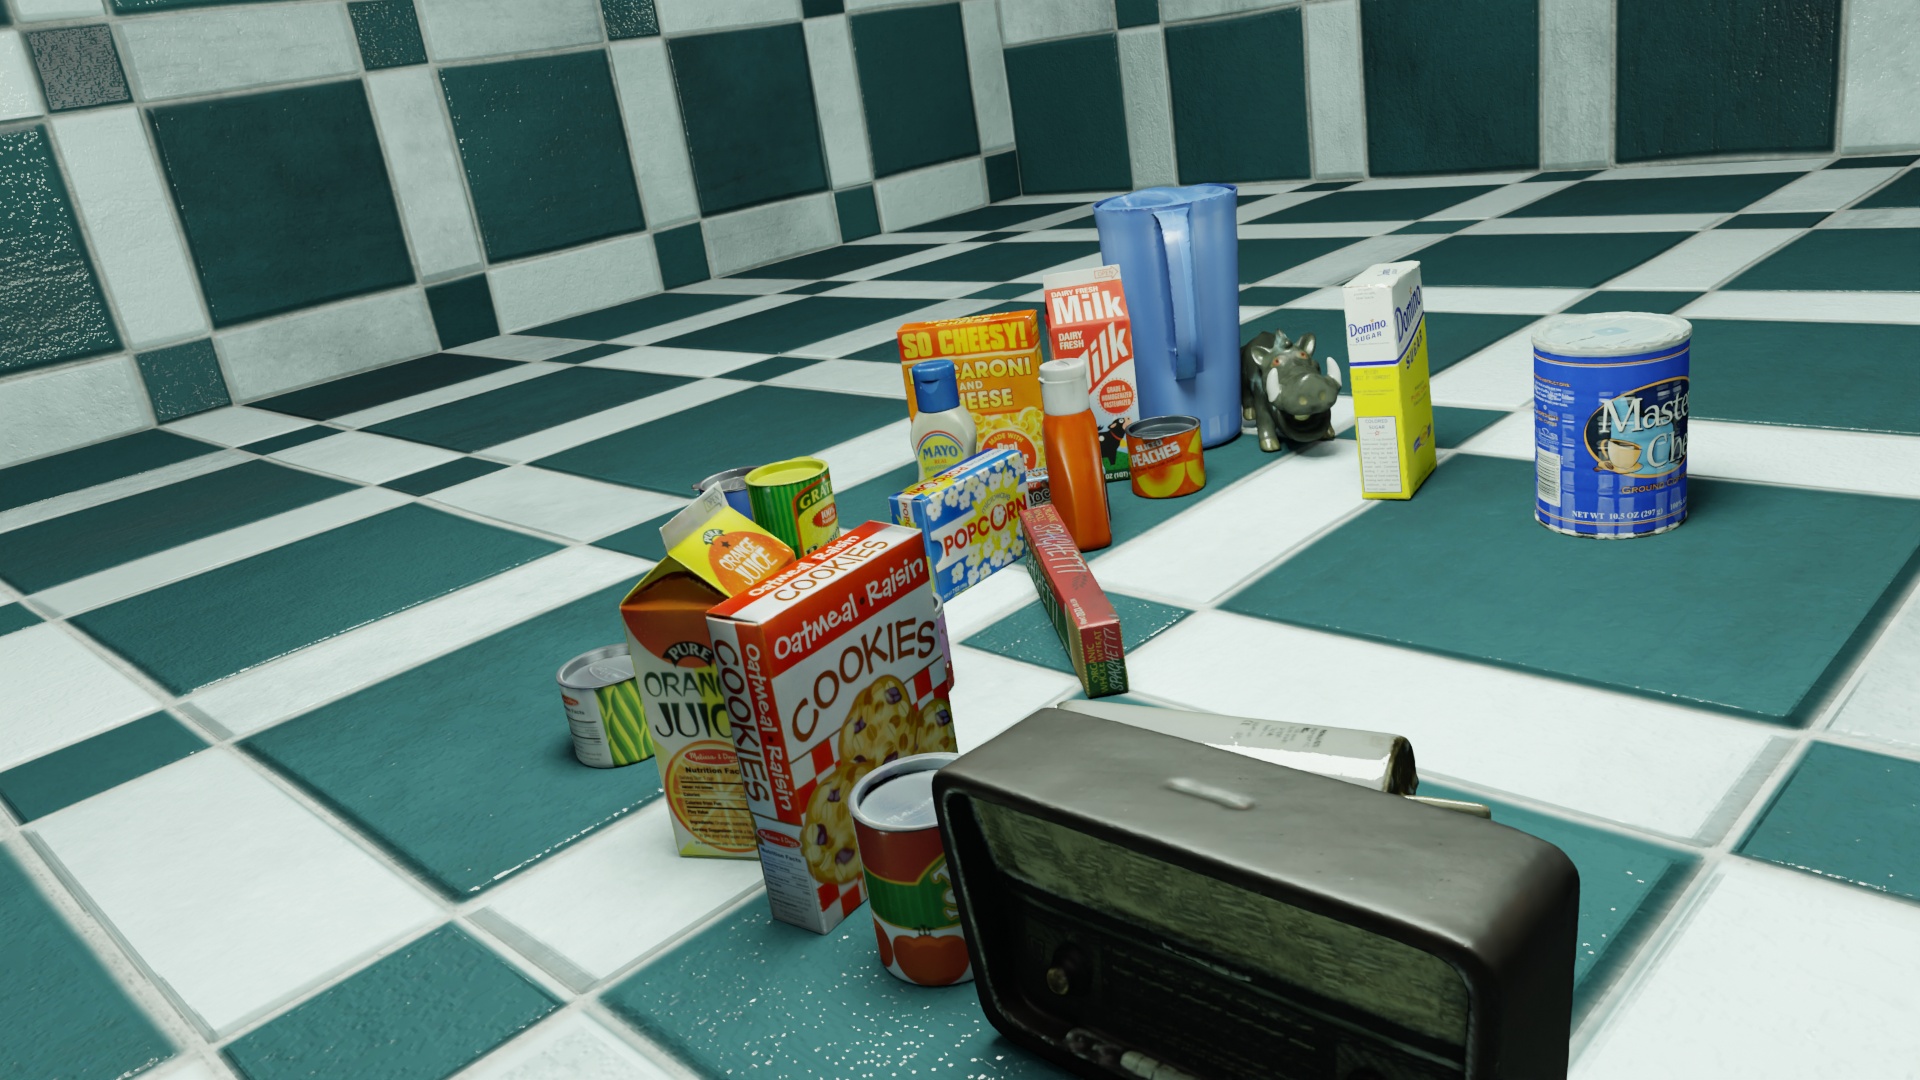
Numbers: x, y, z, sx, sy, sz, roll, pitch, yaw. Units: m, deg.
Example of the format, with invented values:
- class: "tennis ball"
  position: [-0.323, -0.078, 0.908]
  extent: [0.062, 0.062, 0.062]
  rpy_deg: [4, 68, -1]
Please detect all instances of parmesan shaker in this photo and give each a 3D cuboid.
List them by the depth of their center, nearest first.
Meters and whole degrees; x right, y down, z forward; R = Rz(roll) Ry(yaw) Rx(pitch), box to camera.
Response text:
- class: "parmesan shaker"
  position: [-0.127, -0.007, 1.099]
  extent: [0.071, 0.102, 0.071]
  rpy_deg: [-8, 19, 3]

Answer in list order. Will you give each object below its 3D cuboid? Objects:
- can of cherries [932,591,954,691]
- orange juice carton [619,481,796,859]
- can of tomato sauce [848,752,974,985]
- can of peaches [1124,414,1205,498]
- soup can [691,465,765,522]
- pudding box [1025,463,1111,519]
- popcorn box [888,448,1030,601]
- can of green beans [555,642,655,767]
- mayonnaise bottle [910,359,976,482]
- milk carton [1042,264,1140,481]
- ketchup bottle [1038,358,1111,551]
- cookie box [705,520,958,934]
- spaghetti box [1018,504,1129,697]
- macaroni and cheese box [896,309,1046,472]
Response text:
- class: "can of cherries"
  position: [-0.038, 0.070, 0.910]
  extent: [0.071, 0.058, 0.072]
  rpy_deg: [-8, 19, 3]
- class: "orange juice carton"
  position: [-0.125, 0.070, 0.746]
  extent: [0.073, 0.192, 0.072]
  rpy_deg: [-2, 20, 19]
- class: "can of tomato sauce"
  position: [-0.010, 0.150, 0.635]
  extent: [0.071, 0.082, 0.071]
  rpy_deg: [-8, 19, 3]
- class: "can of peaches"
  position: [0.179, -0.073, 1.216]
  extent: [0.071, 0.058, 0.071]
  rpy_deg: [-8, 19, 3]
- class: "soup can"
  position: [-0.182, -0.013, 1.169]
  extent: [0.071, 0.083, 0.071]
  rpy_deg: [-8, 19, 3]
- class: "pudding box"
  position: [0.083, -0.038, 1.172]
  extent: [0.084, 0.049, 0.030]
  rpy_deg: [-9, 19, 1]
- class: "popcorn box"
  position: [0.004, -0.014, 1.086]
  extent: [0.038, 0.085, 0.127]
  rpy_deg: [7, 25, 39]
- class: "can of green beans"
  position: [-0.219, 0.105, 0.891]
  extent: [0.071, 0.057, 0.071]
  rpy_deg: [-8, 19, 3]
- class: "mayonnaise bottle"
  position: [-0.013, -0.078, 1.180]
  extent: [0.065, 0.147, 0.041]
  rpy_deg: [-4, 20, 15]
- class: "milk carton"
  position: [0.120, -0.152, 1.266]
  extent: [0.072, 0.189, 0.074]
  rpy_deg: [-8, 19, 2]
- class: "ketchup bottle"
  position: [0.089, -0.069, 1.108]
  extent: [0.043, 0.148, 0.065]
  rpy_deg: [-13, 19, -10]
- class: "cookie box"
  position: [-0.058, 0.090, 0.699]
  extent: [0.040, 0.166, 0.123]
  rpy_deg: [5, 24, 36]
- class: "spaghetti box"
  position: [0.075, 0.035, 0.971]
  extent: [0.029, 0.050, 0.251]
  rpy_deg: [-10, 19, -3]
- class: "macaroni and cheese box"
  position: [0.017, -0.118, 1.252]
  extent: [0.124, 0.165, 0.040]
  rpy_deg: [-4, 19, 13]
